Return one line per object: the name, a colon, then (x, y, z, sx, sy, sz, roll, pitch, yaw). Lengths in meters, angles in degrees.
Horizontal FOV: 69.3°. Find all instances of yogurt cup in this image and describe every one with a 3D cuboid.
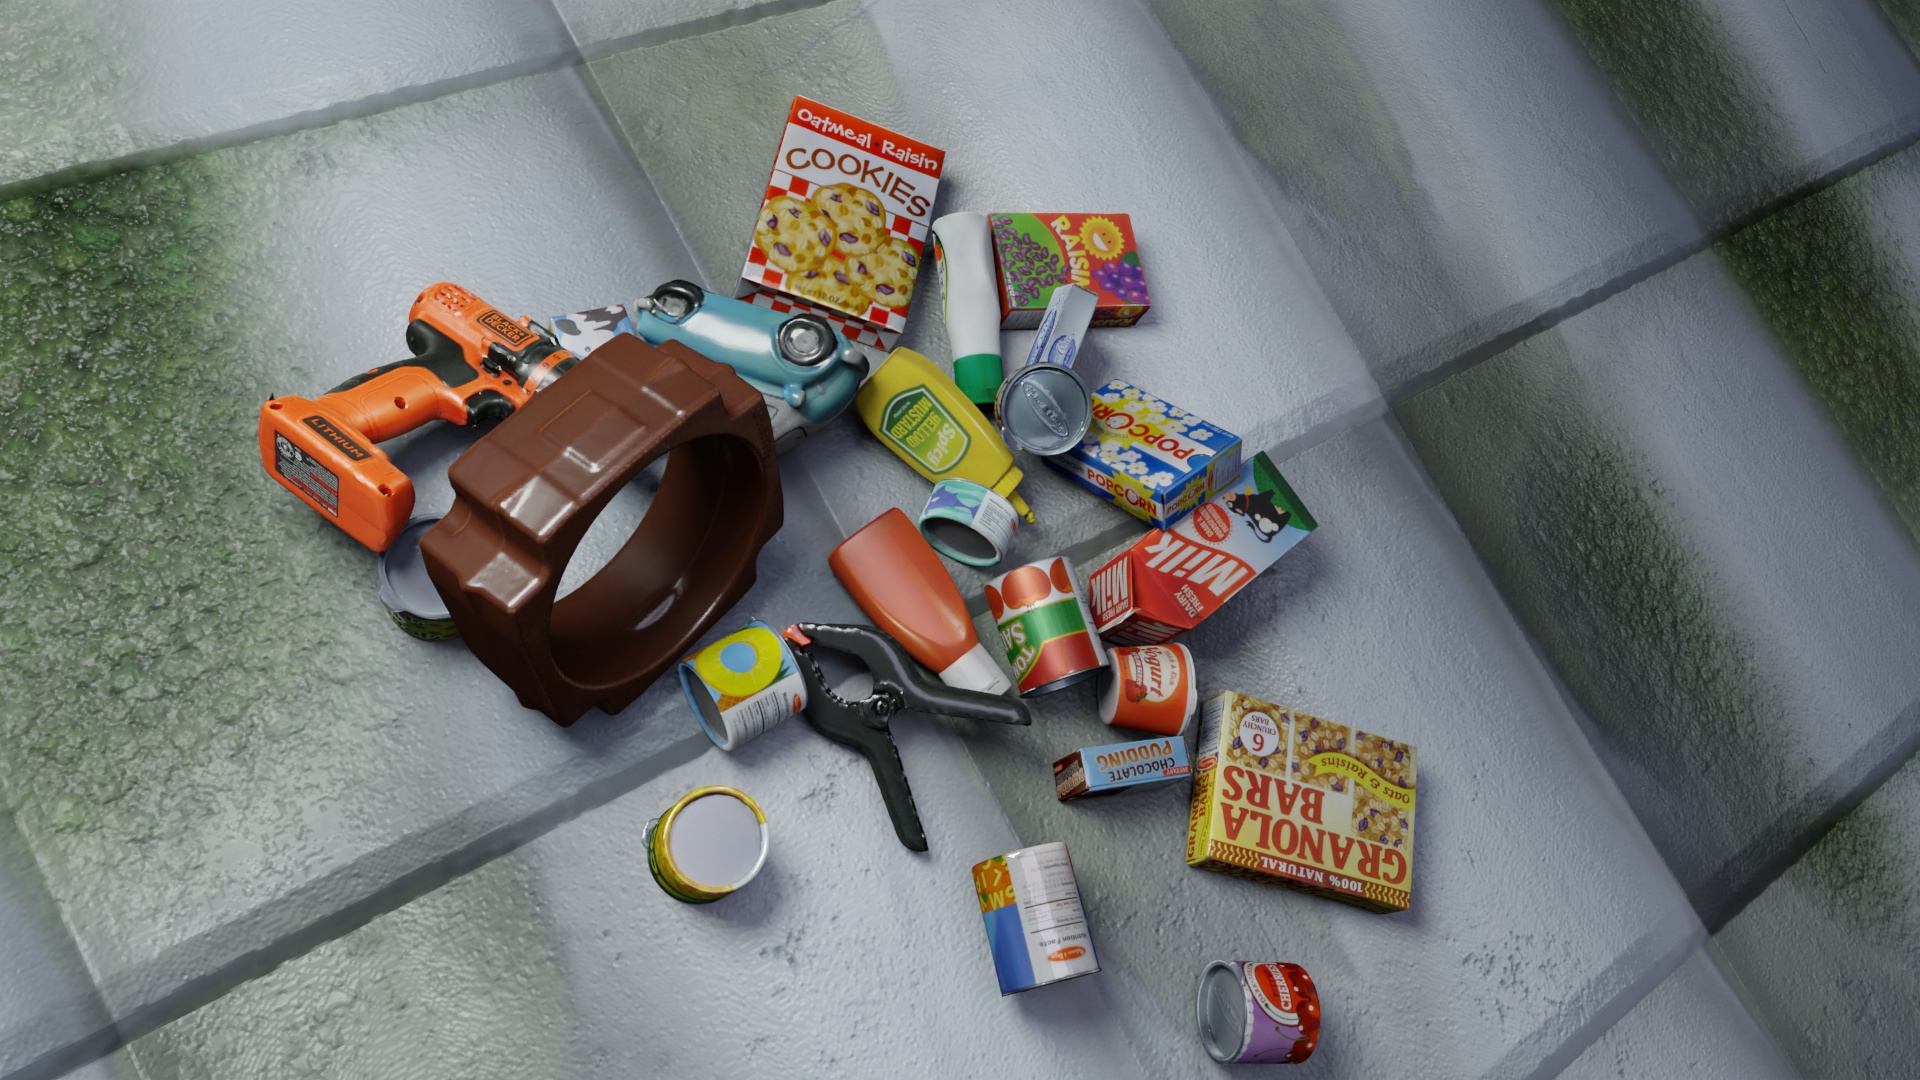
yogurt cup: (0.130, 0.105, 0.985, 0.054, 0.072, 0.072, 5, 70, -11)

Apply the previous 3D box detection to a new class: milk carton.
milk carton: (0.167, 0.018, 1.025, 0.191, 0.072, 0.073, -34, 86, -27)

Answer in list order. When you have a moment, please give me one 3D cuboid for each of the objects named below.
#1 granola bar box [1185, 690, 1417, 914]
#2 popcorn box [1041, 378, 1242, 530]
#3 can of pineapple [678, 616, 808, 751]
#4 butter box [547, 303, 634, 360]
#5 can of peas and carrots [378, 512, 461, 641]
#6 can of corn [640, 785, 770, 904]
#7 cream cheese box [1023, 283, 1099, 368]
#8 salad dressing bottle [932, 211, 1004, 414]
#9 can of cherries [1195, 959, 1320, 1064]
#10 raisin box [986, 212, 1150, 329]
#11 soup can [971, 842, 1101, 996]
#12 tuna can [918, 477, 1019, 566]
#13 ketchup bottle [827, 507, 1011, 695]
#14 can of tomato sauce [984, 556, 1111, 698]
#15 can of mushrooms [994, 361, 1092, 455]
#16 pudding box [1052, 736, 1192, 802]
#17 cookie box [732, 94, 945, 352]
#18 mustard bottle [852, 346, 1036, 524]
granola bar box: (0.250, 0.192, 1.012, 0.165, 0.039, 0.124, 18, 65, -14)
popcorn box: (0.132, -0.066, 1.024, 0.085, 0.038, 0.127, -33, 45, -28)
can of pineapple: (-0.140, 0.091, 0.886, 0.058, 0.070, 0.071, -28, 83, -27)
butter box: (-0.239, -0.107, 0.944, 0.053, 0.024, 0.103, -17, 77, -25)
can of peas and carrots: (-0.319, 0.025, 0.845, 0.071, 0.058, 0.071, 7, 69, -18)
can of corn: (-0.156, 0.185, 0.849, 0.071, 0.058, 0.071, 7, 69, -19)
cream cheese box: (0.068, -0.138, 1.034, 0.024, 0.053, 0.103, 22, 91, -11)
salad dressing bottle: (0.008, -0.170, 1.043, 0.044, 0.064, 0.148, -7, 80, -1)
can of cherries: (0.200, 0.314, 0.930, 0.058, 0.071, 0.072, 8, 69, -18)
raisin box: (0.081, -0.212, 1.096, 0.124, 0.040, 0.086, -5, 73, -21)
soup can: (0.047, 0.246, 0.900, 0.071, 0.071, 0.084, -7, 69, -23)
tuna can: (0.003, -0.012, 0.980, 0.071, 0.071, 0.033, 30, 65, -9)
ketchup bottle: (-0.024, 0.052, 0.956, 0.065, 0.043, 0.149, -36, 87, -27)
can of tomato sauce: (0.058, 0.061, 0.972, 0.071, 0.071, 0.083, -13, 76, -24)
can of mushrooms: (0.057, -0.093, 0.991, 0.071, 0.033, 0.071, -1, 95, -8)
pudding box: (0.112, 0.159, 0.965, 0.084, 0.049, 0.030, -4, 71, -22)
cookie box: (-0.088, -0.238, 1.041, 0.123, 0.040, 0.168, 18, 67, -14)
mustard bottle: (-0.003, -0.067, 0.997, 0.160, 0.065, 0.049, 42, 20, -6)
